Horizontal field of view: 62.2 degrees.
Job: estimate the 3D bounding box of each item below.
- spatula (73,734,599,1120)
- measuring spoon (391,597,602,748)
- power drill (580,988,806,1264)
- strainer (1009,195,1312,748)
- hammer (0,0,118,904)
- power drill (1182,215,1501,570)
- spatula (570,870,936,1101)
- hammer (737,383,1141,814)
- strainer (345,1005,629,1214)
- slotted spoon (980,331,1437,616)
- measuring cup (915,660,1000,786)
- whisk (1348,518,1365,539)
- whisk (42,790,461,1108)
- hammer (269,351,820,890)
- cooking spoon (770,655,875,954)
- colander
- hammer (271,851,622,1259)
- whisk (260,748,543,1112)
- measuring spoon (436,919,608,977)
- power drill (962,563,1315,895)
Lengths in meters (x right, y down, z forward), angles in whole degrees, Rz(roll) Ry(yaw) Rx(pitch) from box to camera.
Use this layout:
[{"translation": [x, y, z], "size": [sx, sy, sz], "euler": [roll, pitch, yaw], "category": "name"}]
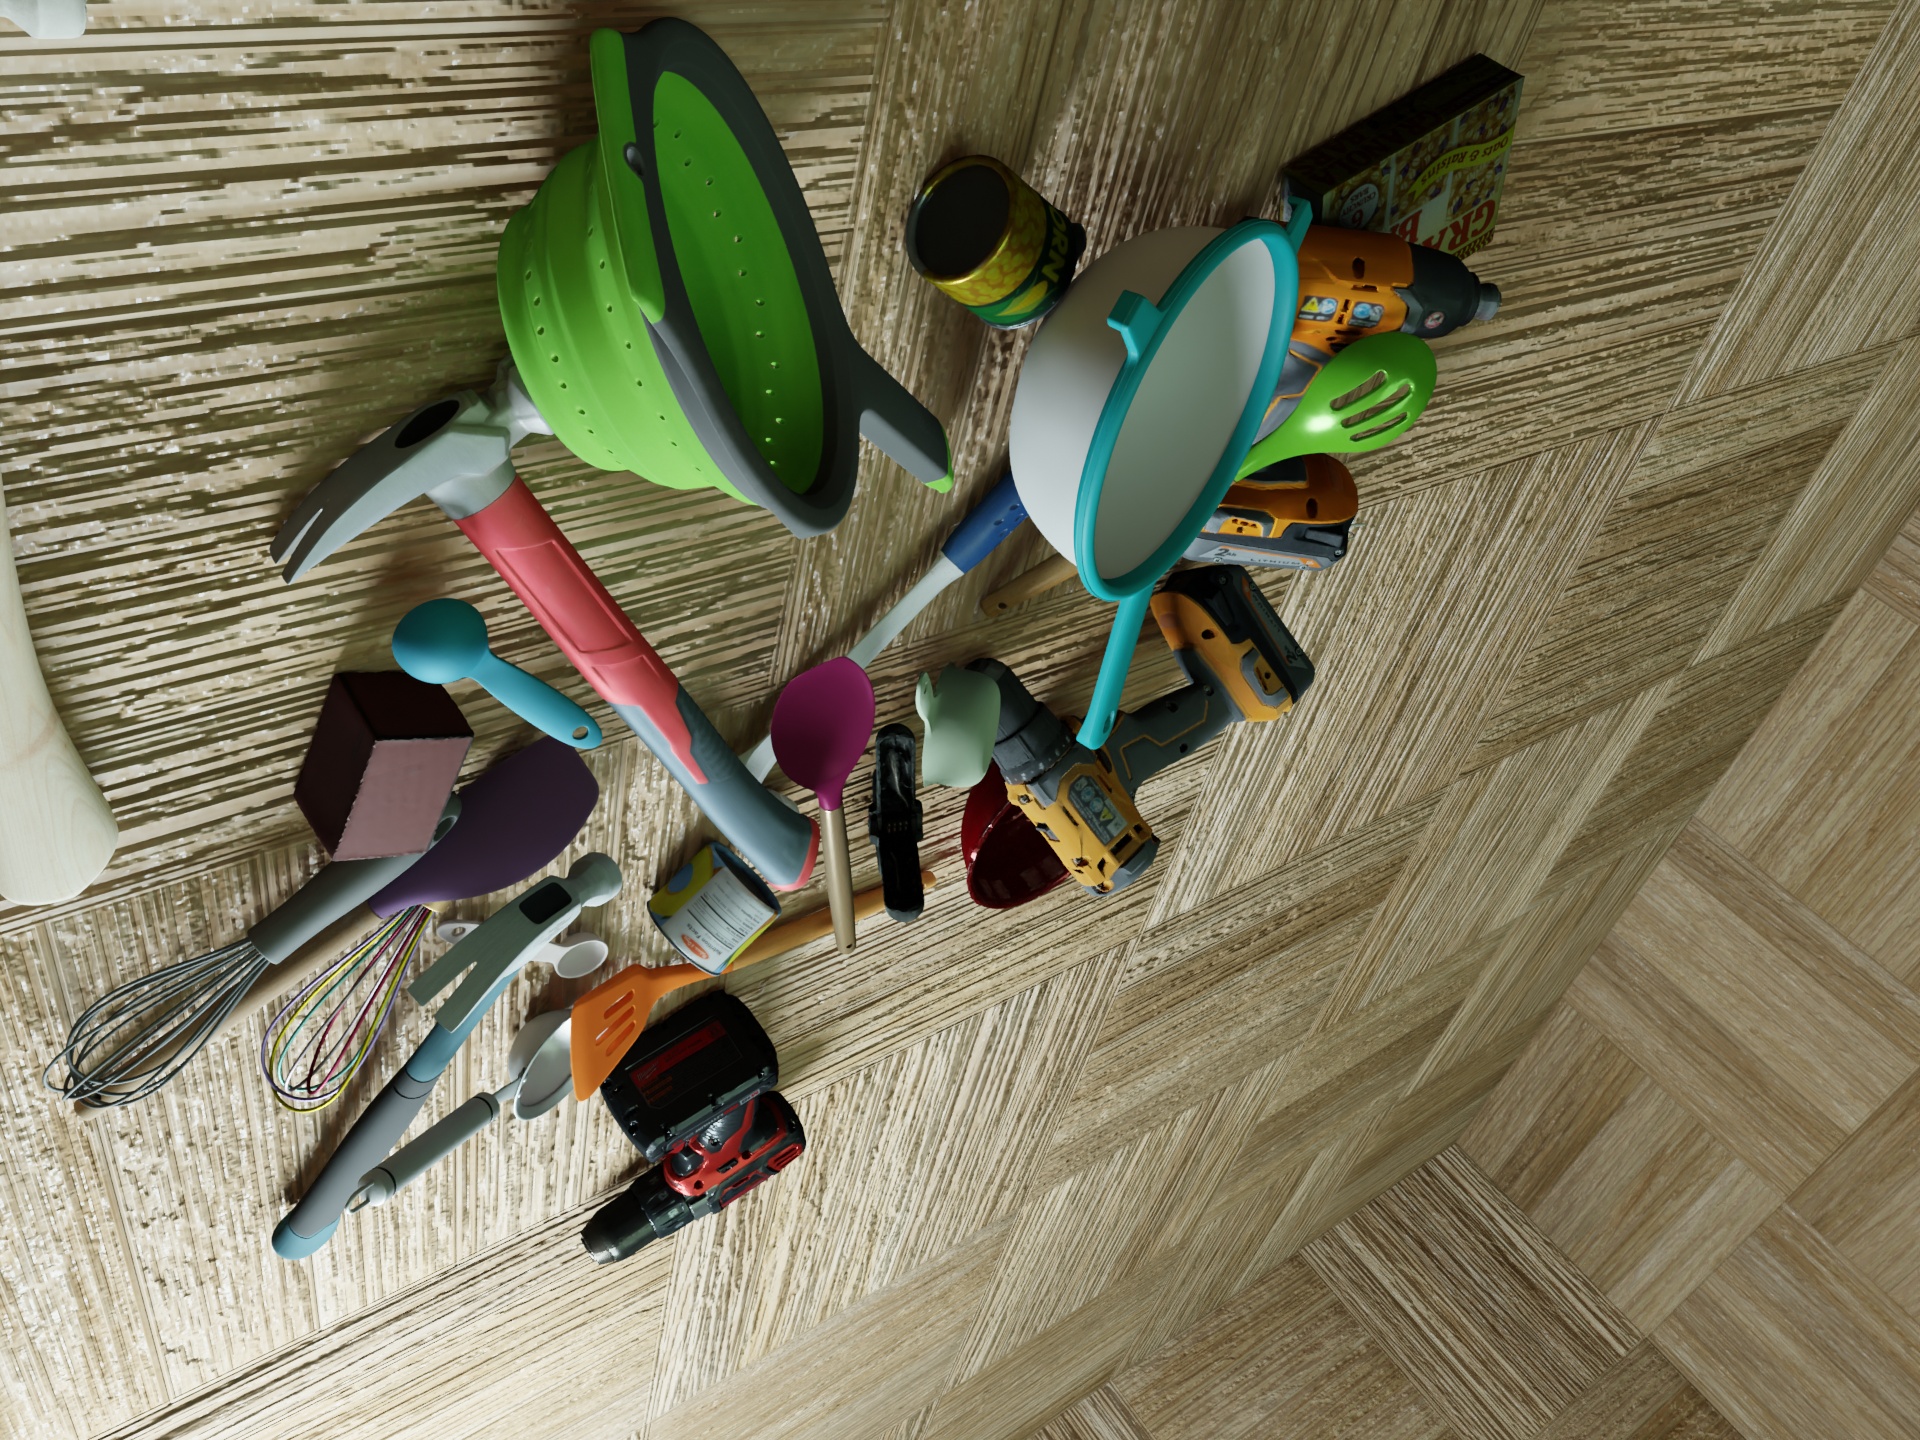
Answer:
[{"translation": [-0.326, 0.115, 0.833], "size": [0.316, 0.060, 0.018], "euler": [-34, 174, -3], "category": "spatula"}, {"translation": [-0.208, -0.013, 0.740], "size": [0.042, 0.021, 0.128], "euler": [-44, 139, 4], "category": "measuring spoon"}, {"translation": [-0.210, 0.314, 1.185], "size": [0.188, 0.080, 0.226], "euler": [-30, 149, -20], "category": "power drill"}, {"translation": [0.079, -0.130, 0.891], "size": [0.211, 0.095, 0.340], "euler": [-39, 151, -42], "category": "strainer"}, {"translation": [-0.371, -0.075, 0.568], "size": [0.146, 0.038, 0.410], "euler": [-17, 141, -34], "category": "hammer"}, {"translation": [0.222, -0.198, 0.982], "size": [0.164, 0.084, 0.226], "euler": [4, 139, -7], "category": "power drill"}, {"translation": [-0.137, 0.165, 1.112], "size": [0.322, 0.041, 0.081], "euler": [-19, 125, -37], "category": "spatula"}, {"translation": [-0.014, -0.089, 0.953], "size": [0.405, 0.035, 0.144], "euler": [-45, 149, 3], "category": "hammer"}, {"translation": [-0.285, 0.229, 0.960], "size": [0.087, 0.050, 0.258], "euler": [-66, 168, 19], "category": "strainer"}, {"translation": [0.143, -0.137, 0.966], "size": [0.314, 0.031, 0.070], "euler": [-28, 125, 24], "category": "slotted spoon"}, {"translation": [-0.002, -0.003, 0.967], "size": [0.167, 0.038, 0.083], "euler": [66, 36, -78], "category": "measuring cup"}, {"translation": [0.203, -0.136, 1.139], "size": [0.246, 0.059, 0.058], "euler": [-7, 97, -39], "category": "whisk"}, {"translation": [-0.352, 0.111, 0.802], "size": [0.239, 0.055, 0.055], "euler": [-39, 149, -10], "category": "whisk"}, {"translation": [-0.177, -0.008, 0.817], "size": [0.143, 0.038, 0.385], "euler": [-38, 140, -7], "category": "hammer"}, {"translation": [-0.082, 0.066, 1.013], "size": [0.069, 0.017, 0.318], "euler": [-27, 147, -20], "category": "cooking spoon"}, {"translation": [-0.097, -0.156, 0.722], "size": [0.094, 0.204, 0.397], "euler": [-13, 170, 15], "category": "colander"}, {"translation": [-0.318, 0.210, 0.931], "size": [0.331, 0.033, 0.128], "euler": [-50, 174, 25], "category": "hammer"}, {"translation": [-0.300, 0.117, 0.870], "size": [0.051, 0.047, 0.245], "euler": [32, 99, -42], "category": "whisk"}, {"translation": [-0.266, 0.131, 0.961], "size": [0.034, 0.018, 0.124], "euler": [-47, 142, 14], "category": "measuring spoon"}, {"translation": [0.117, -0.017, 1.104], "size": [0.226, 0.084, 0.185], "euler": [-43, 105, -16], "category": "power drill"}]
